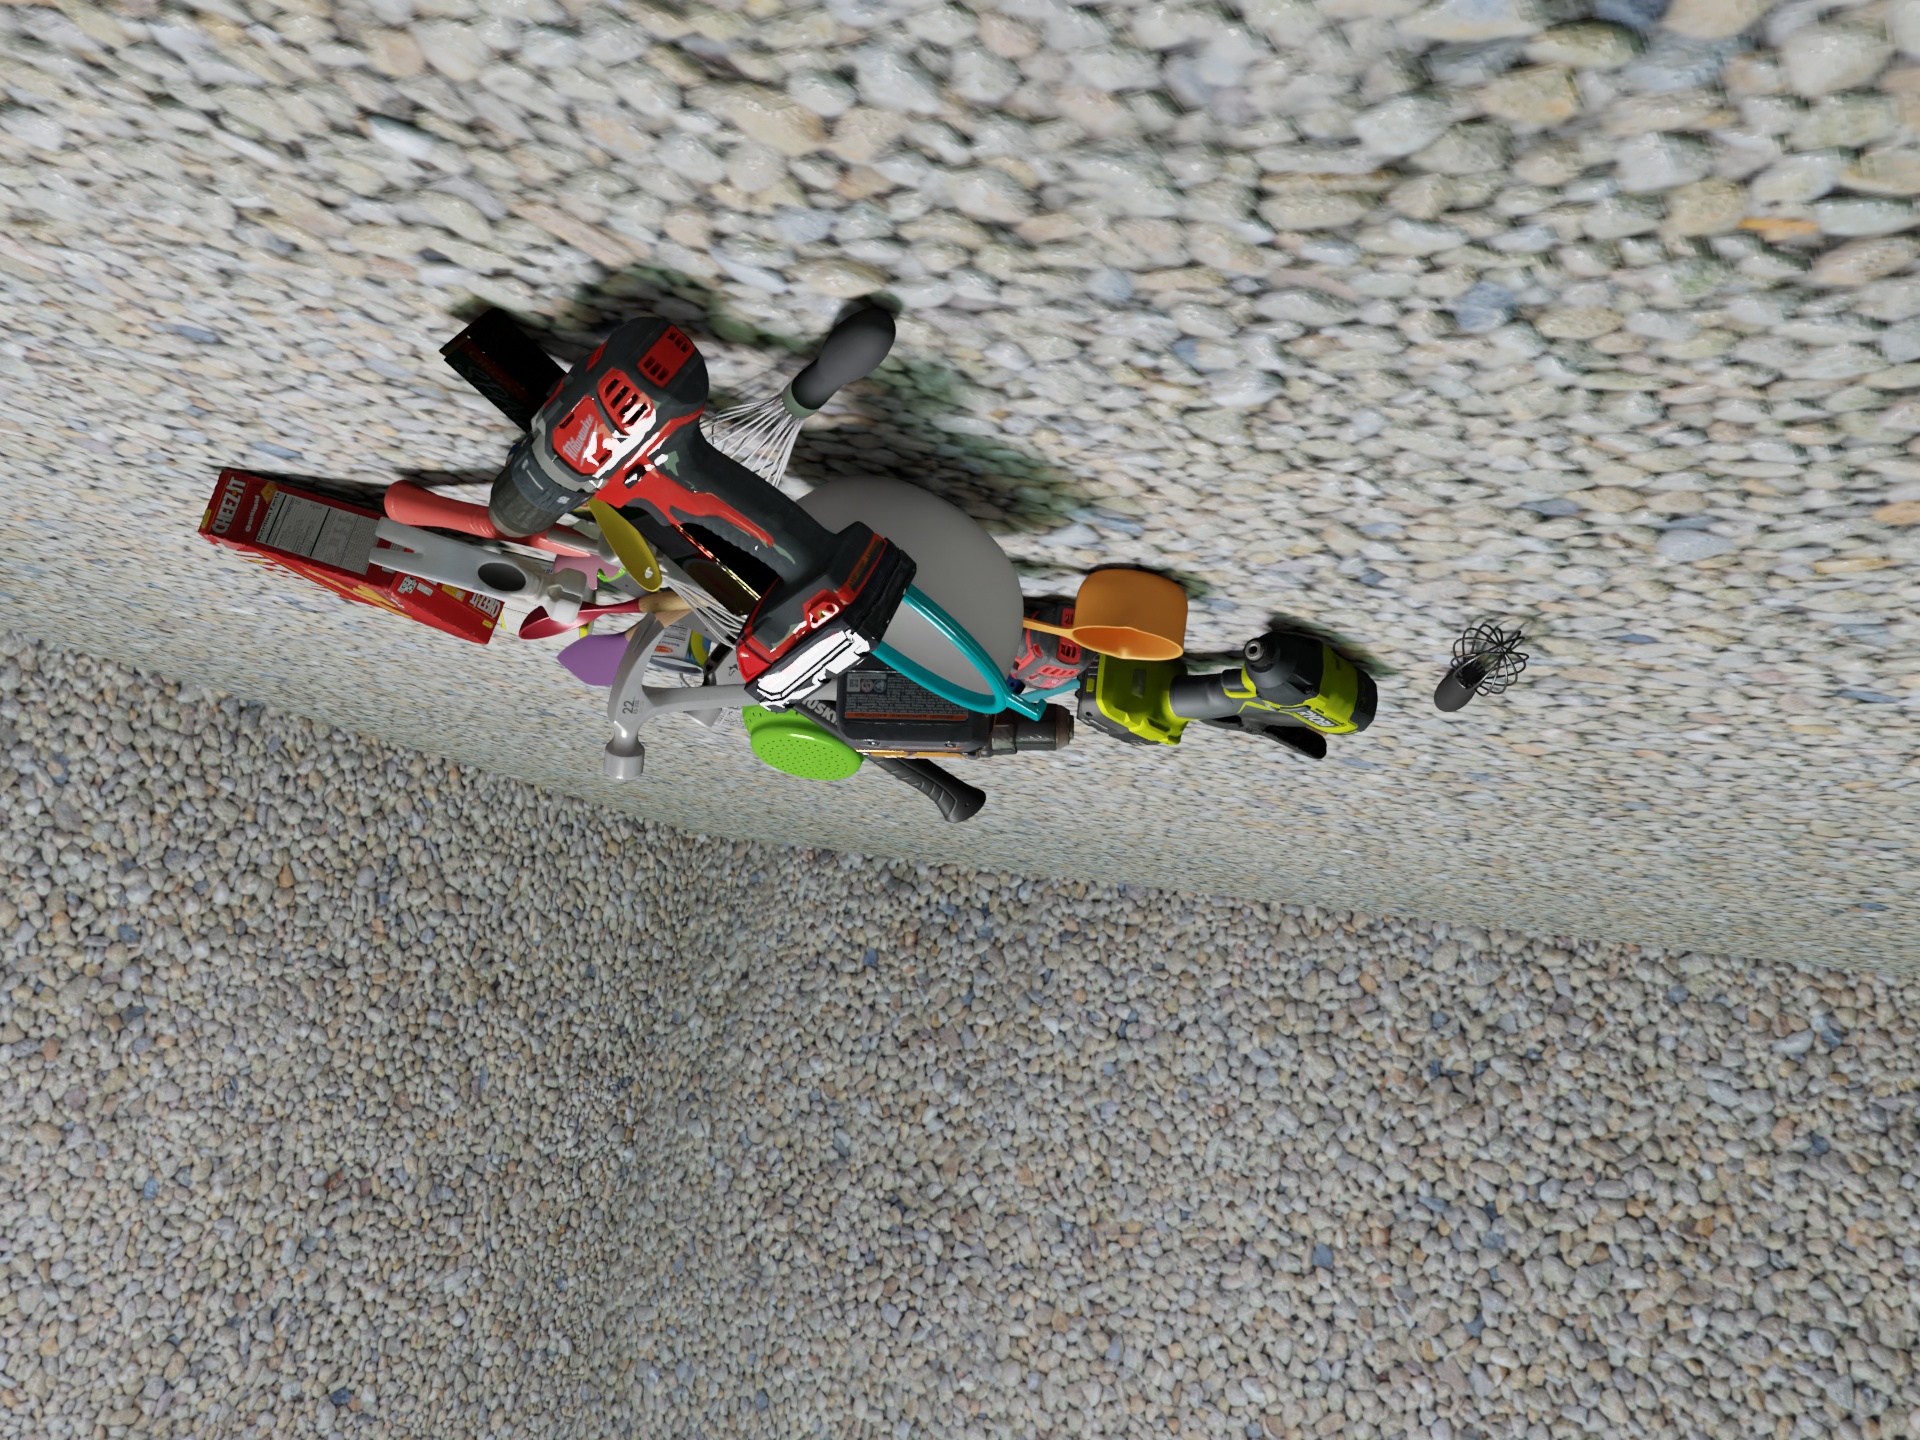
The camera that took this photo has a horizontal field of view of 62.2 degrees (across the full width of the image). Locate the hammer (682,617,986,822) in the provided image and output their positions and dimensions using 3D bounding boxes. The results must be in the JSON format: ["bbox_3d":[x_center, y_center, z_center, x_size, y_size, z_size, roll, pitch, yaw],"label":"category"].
[{"bbox_3d":[-0.094,0.007,1.495,0.334,0.146,0.035,34,178,-36],"label":"hammer"}]

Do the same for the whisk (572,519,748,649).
[{"bbox_3d":[-0.230,-0.114,1.272,0.246,0.059,0.057,27,-164,33],"label":"whisk"}]

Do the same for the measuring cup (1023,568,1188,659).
[{"bbox_3d":[0.089,-0.090,1.216,0.173,0.052,0.095,12,169,6],"label":"measuring cup"}]

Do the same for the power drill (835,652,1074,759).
[{"bbox_3d":[-0.002,-0.004,1.310,0.185,0.084,0.226,1,173,6],"label":"power drill"}]

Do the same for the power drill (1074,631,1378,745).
[{"bbox_3d":[0.215,-0.031,1.342,0.223,0.080,0.171,-3,164,39],"label":"power drill"}]

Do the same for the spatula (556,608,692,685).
[{"bbox_3d":[-0.285,-0.082,1.442,0.059,0.018,0.316,42,145,-20],"label":"spatula"}]

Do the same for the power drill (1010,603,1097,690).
[{"bbox_3d":[-0.003,-0.073,1.343,0.219,0.078,0.143,10,170,-10],"label":"power drill"}]

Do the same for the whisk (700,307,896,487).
[{"bbox_3d":[-0.105,-0.180,0.938,0.070,0.070,0.284,16,163,-24],"label":"whisk"}]

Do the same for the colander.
[{"bbox_3d":[-0.202,-0.036,1.519,0.396,0.095,0.204,30,149,-35],"label":"colander"}]

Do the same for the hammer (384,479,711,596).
[{"bbox_3d":[-0.319,-0.142,1.226,0.359,0.037,0.149,15,178,37],"label":"hammer"}]

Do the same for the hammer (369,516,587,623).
[{"bbox_3d":[-0.376,-0.118,1.264,0.143,0.038,0.386,16,180,-16],"label":"hammer"}]

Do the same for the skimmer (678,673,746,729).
[{"bbox_3d":[-0.198,-0.065,1.689,0.127,0.090,0.363,13,159,-24],"label":"skimmer"}]

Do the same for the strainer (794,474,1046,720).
[{"bbox_3d":[-0.064,-0.116,1.144,0.210,0.095,0.341,43,169,-33],"label":"strainer"}]

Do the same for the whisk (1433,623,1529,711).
[{"bbox_3d":[0.395,-0.032,1.233,0.055,0.055,0.239,9,173,9],"label":"whisk"}]

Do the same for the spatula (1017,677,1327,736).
[{"bbox_3d":[0.202,-0.009,1.546,0.317,0.044,0.082,10,170,-3],"label":"spatula"}]

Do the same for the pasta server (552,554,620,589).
[{"bbox_3d":[-0.212,-0.135,1.320,0.316,0.060,0.040,3,137,24],"label":"pasta server"}]

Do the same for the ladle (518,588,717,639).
[{"bbox_3d":[-0.246,-0.099,1.335,0.315,0.031,0.069,-5,-178,28],"label":"ladle"}]

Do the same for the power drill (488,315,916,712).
[{"bbox_3d":[-0.160,-0.109,0.937,0.226,0.080,0.188,42,133,-18],"label":"power drill"}]

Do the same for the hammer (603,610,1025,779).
[{"bbox_3d":[-0.115,-0.034,1.415,0.405,0.144,0.035,-5,-149,-31],"label":"hammer"}]

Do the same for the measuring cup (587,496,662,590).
[{"bbox_3d":[-0.231,-0.141,1.063,0.157,0.062,0.029,55,-166,23],"label":"measuring cup"}]
